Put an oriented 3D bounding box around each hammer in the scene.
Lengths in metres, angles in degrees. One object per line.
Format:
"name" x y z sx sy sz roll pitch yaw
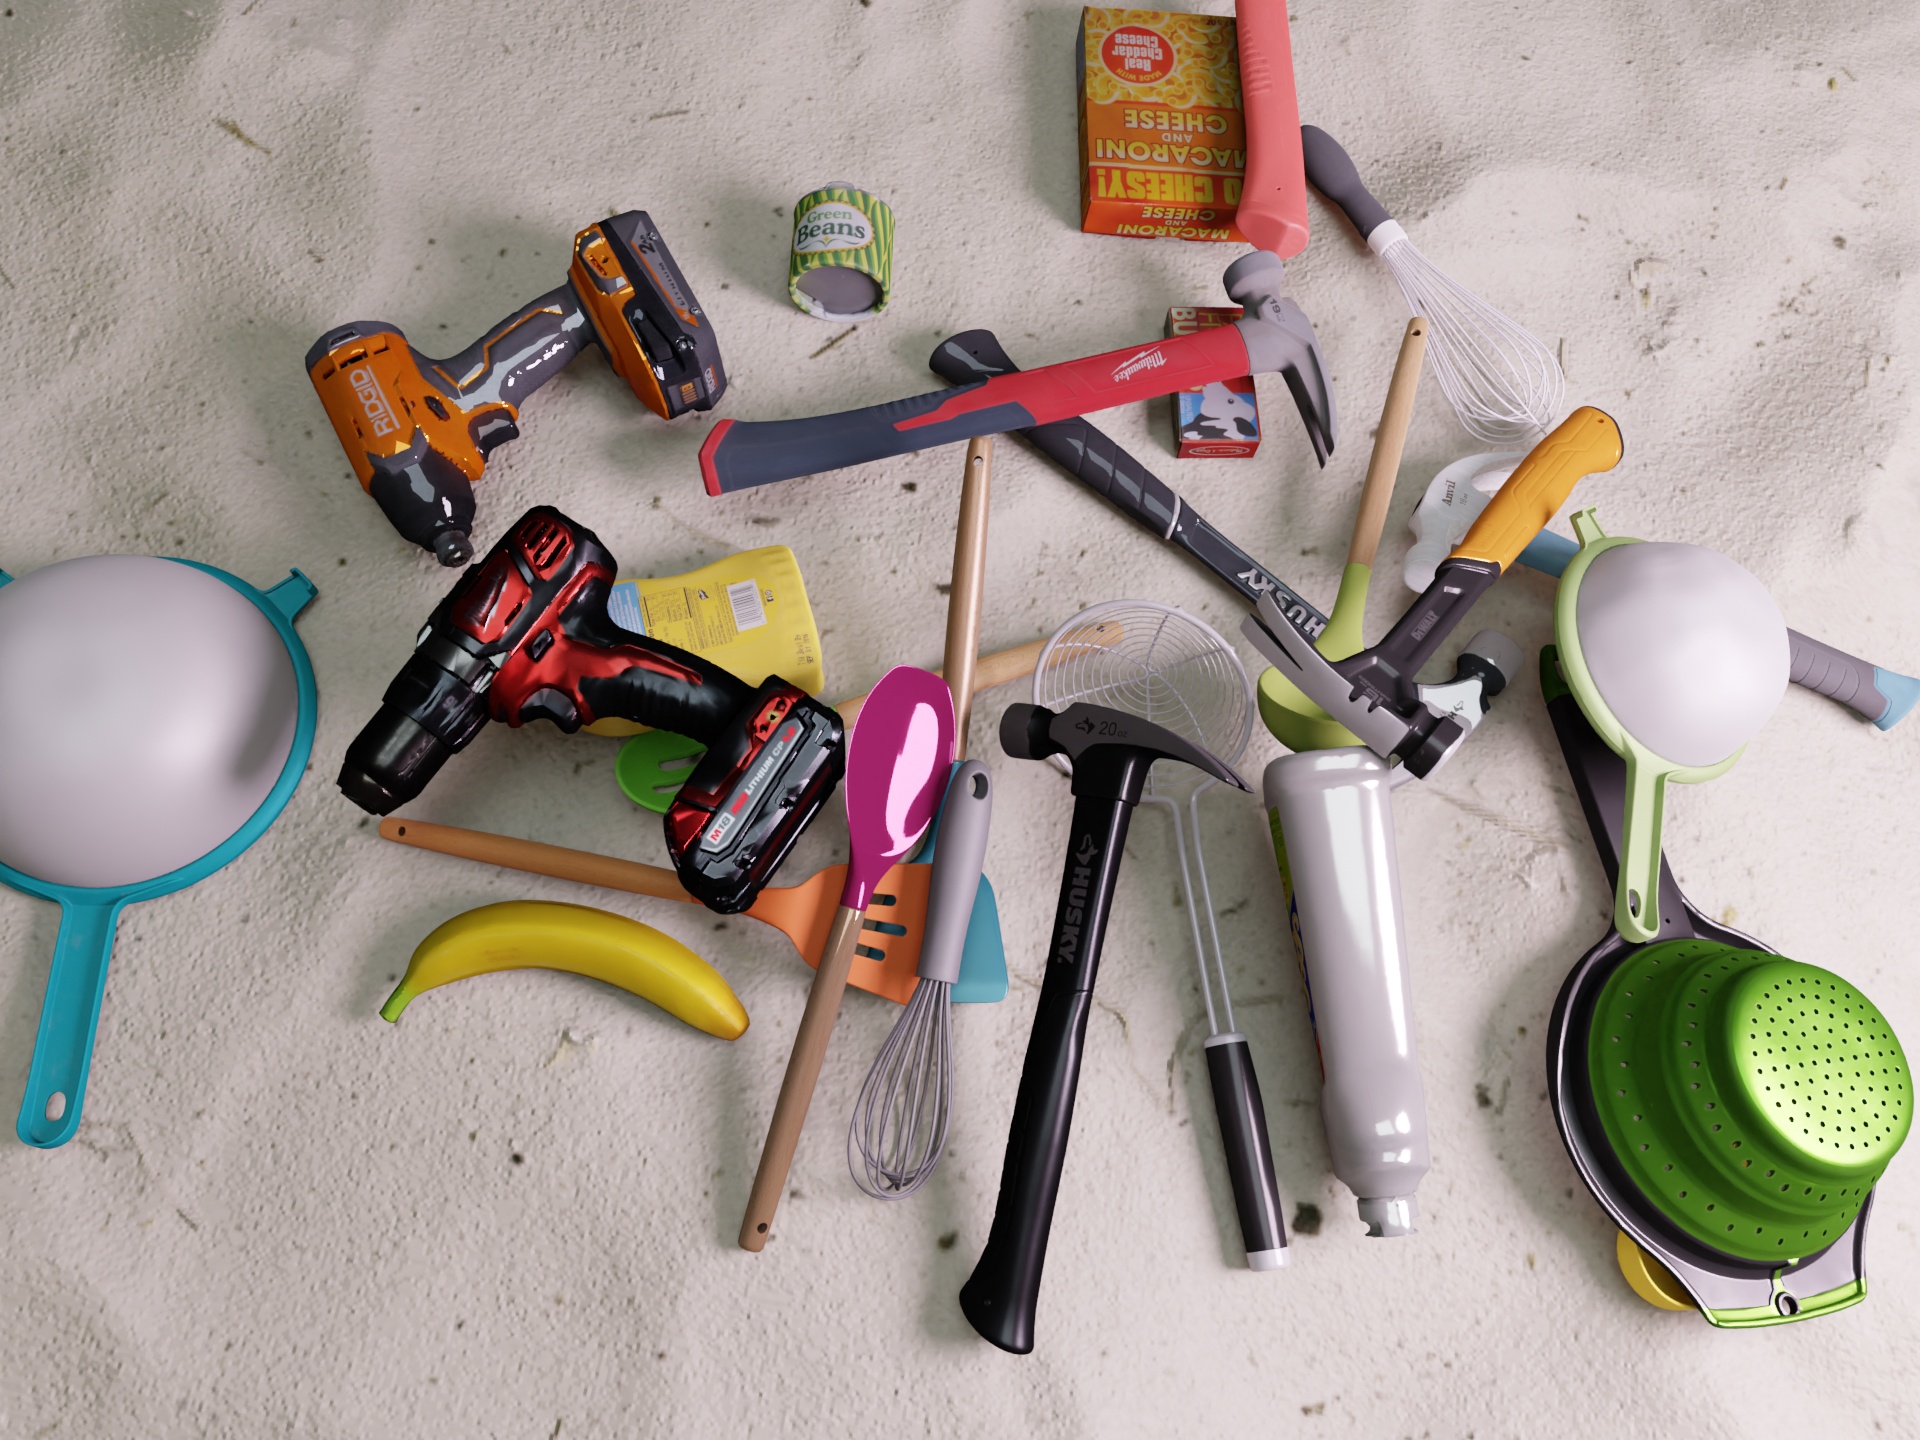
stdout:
"hammer" 0.143 -0.110 0.986 0.409 0.036 0.149 40 73 11
"hammer" 0.435 -0.072 0.983 0.331 0.033 0.128 23 53 0
"hammer" 0.058 0.157 0.832 0.146 0.035 0.335 6 81 36
"hammer" 0.295 -0.101 0.915 0.127 0.034 0.337 40 54 12
"hammer" 0.215 -0.471 1.083 0.149 0.036 0.359 2 68 -6
"hammer" 0.035 -0.181 0.968 0.386 0.038 0.143 -15 73 -7

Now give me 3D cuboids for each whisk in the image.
"whisk" 0.302 -0.297 1.058 0.070 0.070 0.285 -26 69 -13
"whisk" -0.016 0.137 0.853 0.055 0.055 0.239 11 80 0

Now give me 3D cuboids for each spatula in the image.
"spatula" -0.167 0.090 0.882 0.322 0.041 0.081 10 85 8
"spatula" -0.001 -0.003 0.898 0.082 0.044 0.317 5 91 2

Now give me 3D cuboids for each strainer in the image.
"strainer" 0.394 -0.001 0.861 0.151 0.069 0.256 28 60 -15
"strainer" -0.471 0.048 0.845 0.211 0.095 0.341 1 68 -4

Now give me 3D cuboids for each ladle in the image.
"ladle" 0.244 -0.119 0.947 0.078 0.062 0.320 13 68 13

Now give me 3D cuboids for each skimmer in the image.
"skimmer" 0.123 0.114 0.870 0.127 0.090 0.363 -17 71 24

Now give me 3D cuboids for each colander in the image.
"colander" 0.412 0.118 0.875 0.204 0.094 0.397 -3 65 -17

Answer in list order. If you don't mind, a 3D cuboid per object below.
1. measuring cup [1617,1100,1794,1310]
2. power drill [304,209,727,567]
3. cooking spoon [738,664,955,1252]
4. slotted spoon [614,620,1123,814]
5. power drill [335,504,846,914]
"measuring cup" 0.416 0.261 0.878 0.156 0.029 0.062 -38 78 -28
"power drill" -0.261 -0.197 0.964 0.226 0.084 0.164 -27 74 -9
"cooking spoon" -0.066 0.125 0.847 0.068 0.017 0.319 21 83 -35
"slotted spoon" -0.047 -0.007 0.935 0.313 0.031 0.070 -18 55 -13
"power drill" -0.193 0.012 0.833 0.227 0.080 0.188 33 74 8
